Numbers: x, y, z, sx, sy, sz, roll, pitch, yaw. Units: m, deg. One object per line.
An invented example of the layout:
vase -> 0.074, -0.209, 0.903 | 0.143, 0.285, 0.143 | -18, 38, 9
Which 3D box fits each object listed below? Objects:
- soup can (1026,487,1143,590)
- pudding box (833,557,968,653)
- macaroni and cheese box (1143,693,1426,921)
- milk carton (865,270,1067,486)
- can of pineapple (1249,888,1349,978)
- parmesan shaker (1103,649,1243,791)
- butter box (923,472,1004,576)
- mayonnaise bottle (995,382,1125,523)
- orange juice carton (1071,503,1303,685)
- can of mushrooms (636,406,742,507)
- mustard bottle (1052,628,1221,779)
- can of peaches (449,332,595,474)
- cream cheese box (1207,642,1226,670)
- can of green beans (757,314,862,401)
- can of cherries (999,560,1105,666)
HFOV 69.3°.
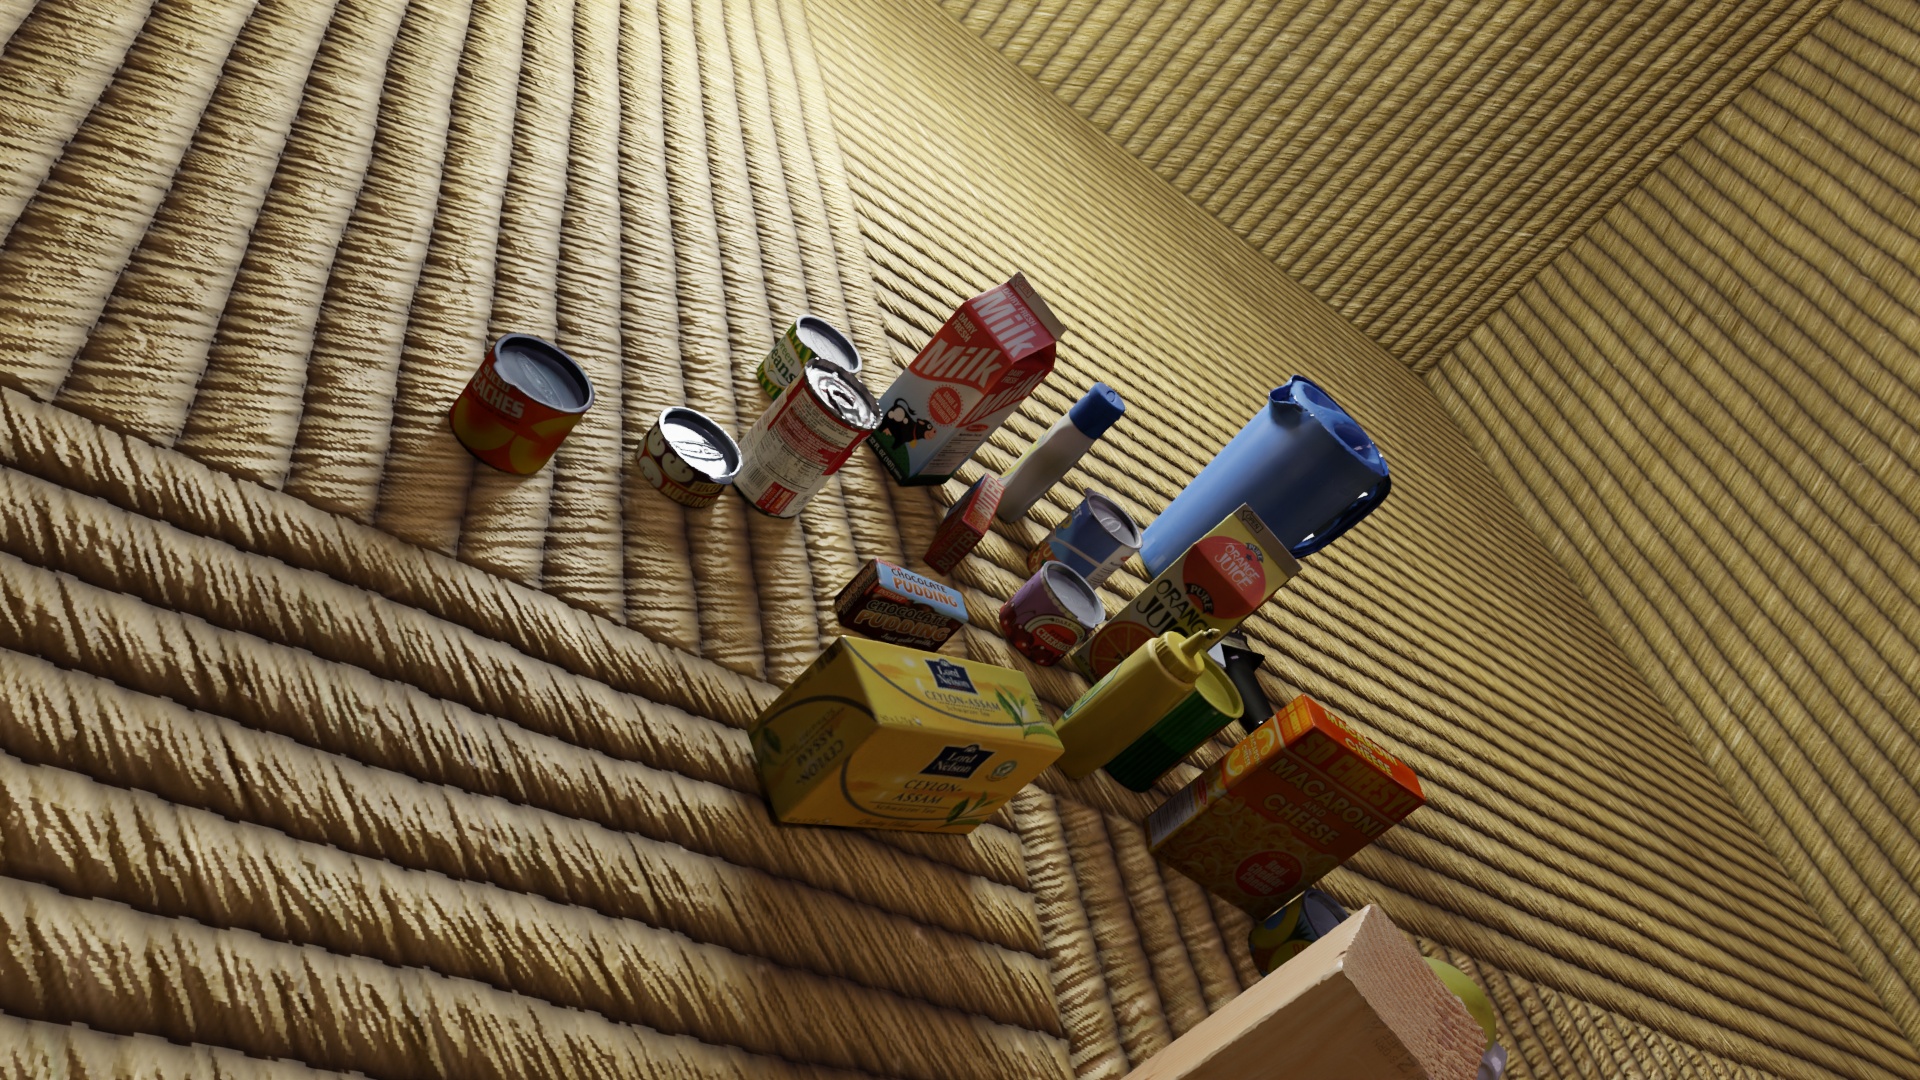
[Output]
soup can -> 0.108, 0.006, 1.230 | 0.071, 0.083, 0.072 | 35, 27, -20
pudding box -> -0.041, 0.048, 0.987 | 0.083, 0.049, 0.030 | 25, 32, -35
macaroni and cheese box -> 0.239, 0.201, 1.035 | 0.123, 0.166, 0.040 | 34, 27, -22
milk carton -> 0.007, -0.134, 1.169 | 0.072, 0.190, 0.073 | 54, 26, 18
can of pineapple -> 0.258, 0.304, 1.035 | 0.071, 0.057, 0.071 | 34, 27, -20
parmesan shaker -> 0.161, 0.140, 1.086 | 0.071, 0.102, 0.072 | 35, 27, -20
butter box -> 0.004, -0.014, 1.144 | 0.024, 0.053, 0.104 | 41, 26, -8
mayonnaise bottle -> 0.086, -0.080, 1.253 | 0.041, 0.147, 0.065 | 43, 25, -4
orange juice carton -> 0.190, 0.057, 1.149 | 0.072, 0.192, 0.073 | 50, 26, 11
can of mushrooms -> -0.185, -0.055, 0.950 | 0.071, 0.033, 0.071 | 34, 27, -20
mustard bottle -> 0.131, 0.111, 1.019 | 0.049, 0.159, 0.065 | 46, 25, 4
can of peaches -> -0.267, -0.082, 0.840 | 0.071, 0.058, 0.071 | 34, 27, -20
cream cheese box -> 0.212, 0.097, 1.284 | 0.024, 0.053, 0.104 | 35, 27, -19
can of green beans -> -0.124, -0.142, 1.141 | 0.071, 0.057, 0.071 | 34, 27, -20
can of cherries -> 0.074, 0.061, 1.127 | 0.071, 0.058, 0.072 | 34, 27, -20
